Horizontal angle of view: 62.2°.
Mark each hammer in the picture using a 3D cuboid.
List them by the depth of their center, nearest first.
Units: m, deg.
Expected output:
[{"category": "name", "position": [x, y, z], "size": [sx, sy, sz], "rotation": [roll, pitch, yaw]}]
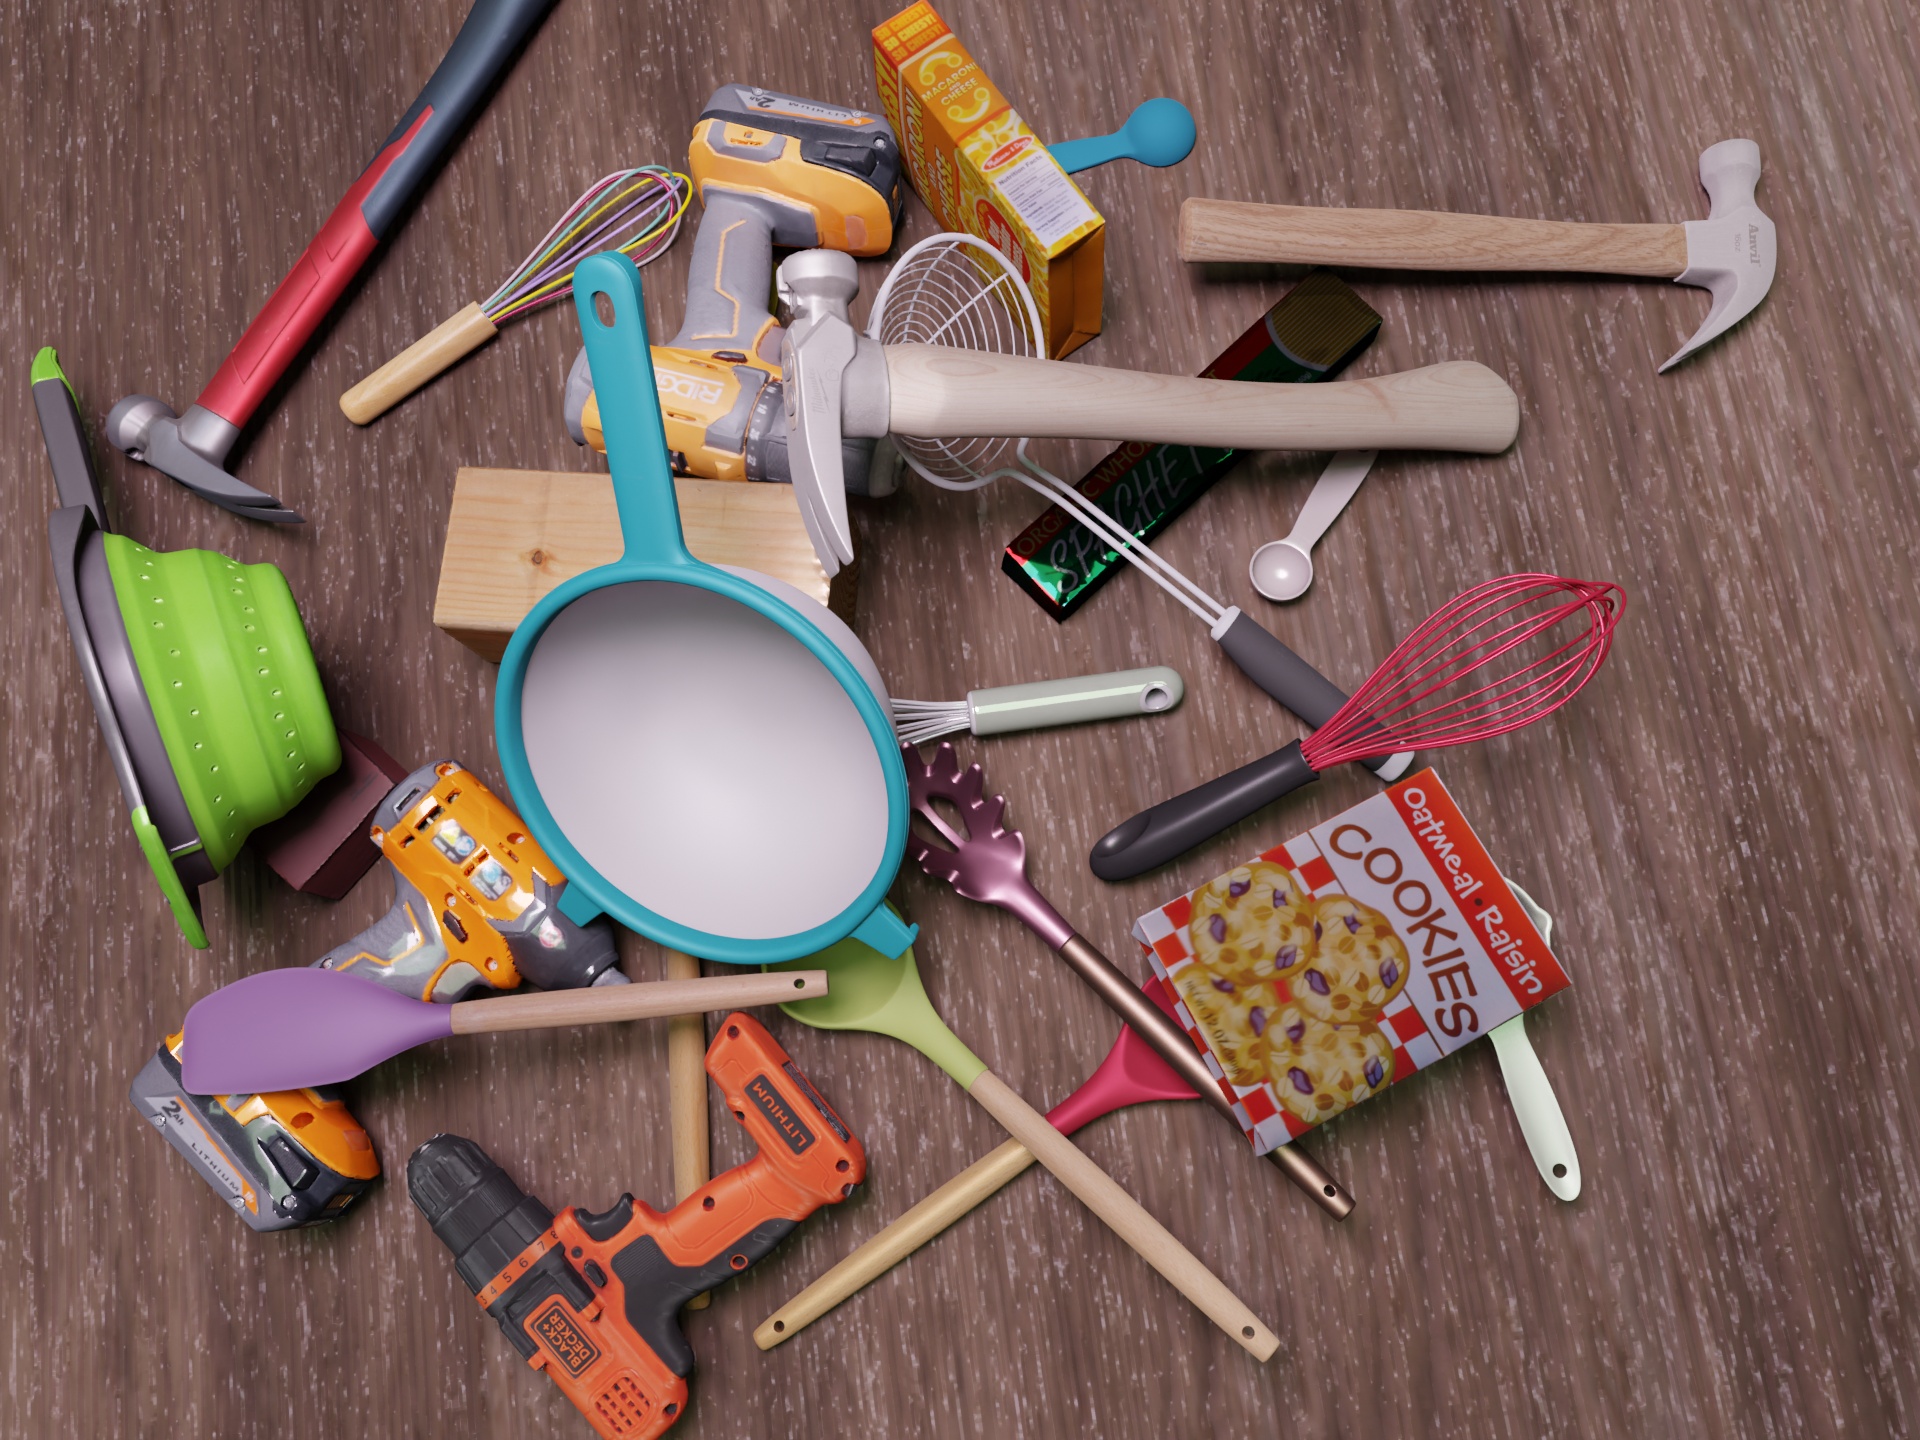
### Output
[{"category": "hammer", "position": [0.112, -0.146, 0.795], "size": [0.410, 0.038, 0.146], "rotation": [-2, 81, -23]}, {"category": "hammer", "position": [0.286, -0.261, 0.878], "size": [0.331, 0.031, 0.130], "rotation": [1, 78, -3]}, {"category": "hammer", "position": [-0.342, -0.295, 0.942], "size": [0.143, 0.038, 0.386], "rotation": [26, 78, 24]}]

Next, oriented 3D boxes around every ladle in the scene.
[{"category": "ladle", "position": [0.025, 0.194, 0.778], "size": [0.320, 0.062, 0.078], "rotation": [39, 88, 21]}, {"category": "ladle", "position": [0.026, 0.224, 0.809], "size": [0.315, 0.031, 0.069], "rotation": [-35, 71, -2]}]

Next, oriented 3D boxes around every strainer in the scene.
[{"category": "strainer", "position": [-0.117, -0.051, 0.746], "size": [0.211, 0.095, 0.340], "rotation": [3, 116, 20]}]

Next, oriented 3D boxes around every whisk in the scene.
[{"category": "whisk", "position": [0.191, 0.010, 0.796], "size": [0.296, 0.073, 0.073], "rotation": [-30, 76, 19]}, {"category": "whisk", "position": [-0.001, -0.003, 0.857], "size": [0.246, 0.059, 0.057], "rotation": [-8, 120, -1]}, {"category": "whisk", "position": [-0.260, -0.249, 0.935], "size": [0.245, 0.051, 0.047], "rotation": [-35, 83, -1]}]

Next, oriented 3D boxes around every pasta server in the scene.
[{"category": "pasta server", "position": [0.073, 0.129, 0.795], "size": [0.060, 0.040, 0.316], "rotation": [-43, 72, -14]}]

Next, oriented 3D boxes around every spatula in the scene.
[{"category": "spatula", "position": [-0.222, 0.142, 0.780], "size": [0.316, 0.018, 0.060], "rotation": [-5, 72, -1]}]

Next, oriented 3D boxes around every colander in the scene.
[{"category": "colander", "position": [-0.405, -0.073, 0.830], "size": [0.094, 0.204, 0.398], "rotation": [-18, 56, -22]}]

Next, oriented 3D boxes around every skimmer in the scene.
[{"category": "skimmer", "position": [0.101, -0.100, 0.816], "size": [0.363, 0.090, 0.127], "rotation": [39, 61, 0]}]

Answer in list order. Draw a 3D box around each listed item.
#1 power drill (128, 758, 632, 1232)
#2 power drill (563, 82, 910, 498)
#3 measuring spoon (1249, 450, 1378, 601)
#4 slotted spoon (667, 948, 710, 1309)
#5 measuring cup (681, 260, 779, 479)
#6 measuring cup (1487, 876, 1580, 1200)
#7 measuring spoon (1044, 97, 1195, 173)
[{"category": "power drill", "position": [-0.289, 0.152, 0.825], "size": [0.164, 0.084, 0.226], "rotation": [40, 80, 10]}, {"category": "power drill", "position": [-0.095, -0.229, 0.881], "size": [0.185, 0.084, 0.226], "rotation": [15, 70, 7]}, {"category": "measuring spoon", "position": [0.199, -0.115, 0.883], "size": [0.034, 0.018, 0.124], "rotation": [32, 75, 11]}, {"category": "slotted spoon", "position": [-0.144, 0.146, 0.842], "size": [0.070, 0.031, 0.314], "rotation": [-4, 78, 1]}, {"category": "measuring cup", "position": [-0.124, -0.199, 0.925], "size": [0.062, 0.029, 0.157], "rotation": [7, 66, 4]}, {"category": "measuring cup", "position": [0.270, 0.157, 0.801], "size": [0.083, 0.038, 0.168], "rotation": [-18, 78, 0]}, {"category": "measuring spoon", "position": [0.076, -0.340, 0.937], "size": [0.128, 0.021, 0.042], "rotation": [-14, 76, 0]}]
